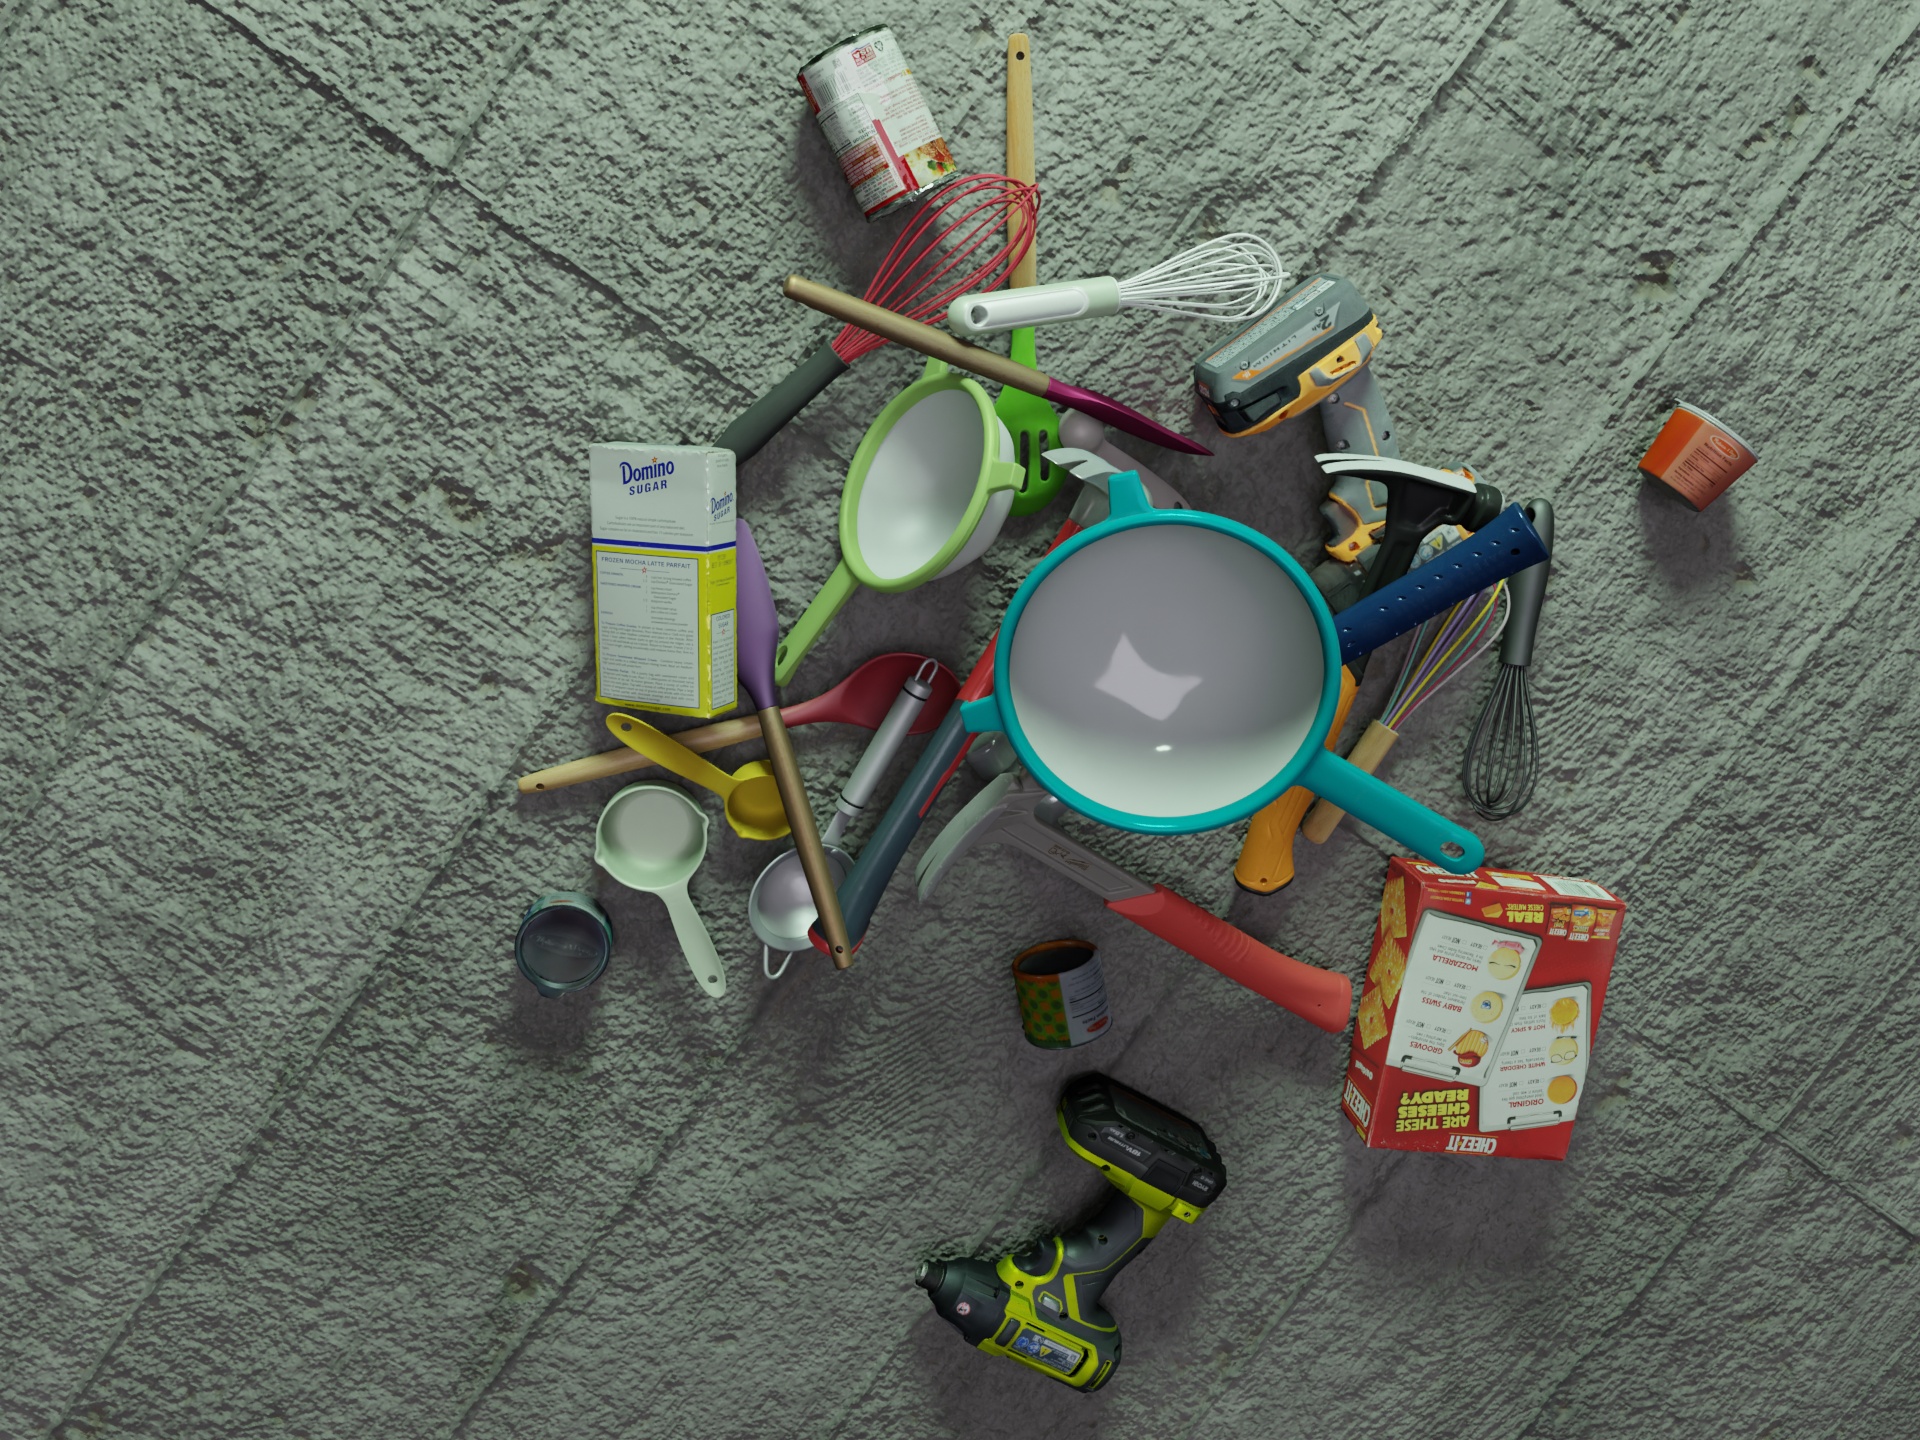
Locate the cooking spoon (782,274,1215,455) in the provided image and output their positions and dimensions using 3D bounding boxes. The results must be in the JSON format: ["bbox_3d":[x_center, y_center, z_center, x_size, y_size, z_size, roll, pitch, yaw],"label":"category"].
[{"bbox_3d":[0.032,-0.225,1.029,0.318,0.069,0.017,16,110,-26],"label":"cooking spoon"}]

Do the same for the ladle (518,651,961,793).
[{"bbox_3d":[-0.154,0.008,1.113,0.315,0.031,0.069,-14,121,-2],"label":"ladle"}]

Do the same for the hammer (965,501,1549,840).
[{"bbox_3d":[0.203,-0.019,1.077,0.405,0.035,0.144,-31,107,24],"label":"hammer"}]

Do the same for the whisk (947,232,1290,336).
[{"bbox_3d":[0.106,-0.278,1.037,0.246,0.059,0.057,-13,109,-19],"label":"whisk"}]

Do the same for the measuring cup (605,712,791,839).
[{"bbox_3d":[-0.176,0.030,1.100,0.156,0.029,0.062,32,113,-23],"label":"measuring cup"}]

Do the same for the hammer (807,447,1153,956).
[{"bbox_3d":[-0.002,-0.003,1.061,0.038,0.143,0.386,36,102,20],"label":"hammer"}]

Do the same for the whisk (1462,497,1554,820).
[{"bbox_3d":[0.408,-0.043,1.165,0.055,0.055,0.239,4,99,-8],"label":"whisk"}]

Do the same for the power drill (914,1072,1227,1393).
[{"bbox_3d":[0.084,0.390,1.211,0.171,0.080,0.223,30,101,-13],"label":"power drill"}]

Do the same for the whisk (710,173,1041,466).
[{"bbox_3d":[-0.065,-0.253,1.040,0.296,0.073,0.073,-38,105,12],"label":"whisk"}]

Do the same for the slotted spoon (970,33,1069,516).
[{"bbox_3d":[0.040,-0.293,1.068,0.070,0.031,0.313,-3,102,-7],"label":"slotted spoon"}]

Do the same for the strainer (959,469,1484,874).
[{"bbox_3d":[0.184,-0.008,1.016,0.340,0.095,0.211,30,111,-7],"label":"strainer"}]

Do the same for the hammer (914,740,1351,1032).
[{"bbox_3d":[0.144,0.147,1.143,0.358,0.037,0.149,32,116,-26],"label":"hammer"}]

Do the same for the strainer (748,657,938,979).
[{"bbox_3d":[-0.081,0.065,1.116,0.086,0.050,0.258,19,108,-38],"label":"strainer"}]

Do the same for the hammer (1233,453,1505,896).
[{"bbox_3d":[0.254,-0.022,1.113,0.127,0.034,0.336,12,116,-10],"label":"hammer"}]

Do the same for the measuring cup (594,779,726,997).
[{"bbox_3d":[-0.201,0.119,1.129,0.083,0.038,0.167,-20,107,-2],"label":"measuring cup"}]

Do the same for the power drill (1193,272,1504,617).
[{"bbox_3d":[0.249,-0.166,1.099,0.185,0.084,0.226,-35,110,7],"label":"power drill"}]

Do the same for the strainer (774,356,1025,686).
[{"bbox_3d":[-0.040,-0.111,1.073,0.069,0.152,0.256,18,122,-39],"label":"strainer"}]

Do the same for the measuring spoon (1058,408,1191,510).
[{"bbox_3d":[0.119,-0.175,1.100,0.124,0.018,0.034,34,75,-23],"label":"measuring spoon"}]

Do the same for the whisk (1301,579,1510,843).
[{"bbox_3d":[0.323,-0.013,1.160,0.051,0.047,0.245,23,104,-35],"label":"whisk"}]

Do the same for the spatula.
[{"bbox_3d":[-0.126,0.017,1.083,0.060,0.018,0.316,-18,88,3],"label":"spatula"}]
